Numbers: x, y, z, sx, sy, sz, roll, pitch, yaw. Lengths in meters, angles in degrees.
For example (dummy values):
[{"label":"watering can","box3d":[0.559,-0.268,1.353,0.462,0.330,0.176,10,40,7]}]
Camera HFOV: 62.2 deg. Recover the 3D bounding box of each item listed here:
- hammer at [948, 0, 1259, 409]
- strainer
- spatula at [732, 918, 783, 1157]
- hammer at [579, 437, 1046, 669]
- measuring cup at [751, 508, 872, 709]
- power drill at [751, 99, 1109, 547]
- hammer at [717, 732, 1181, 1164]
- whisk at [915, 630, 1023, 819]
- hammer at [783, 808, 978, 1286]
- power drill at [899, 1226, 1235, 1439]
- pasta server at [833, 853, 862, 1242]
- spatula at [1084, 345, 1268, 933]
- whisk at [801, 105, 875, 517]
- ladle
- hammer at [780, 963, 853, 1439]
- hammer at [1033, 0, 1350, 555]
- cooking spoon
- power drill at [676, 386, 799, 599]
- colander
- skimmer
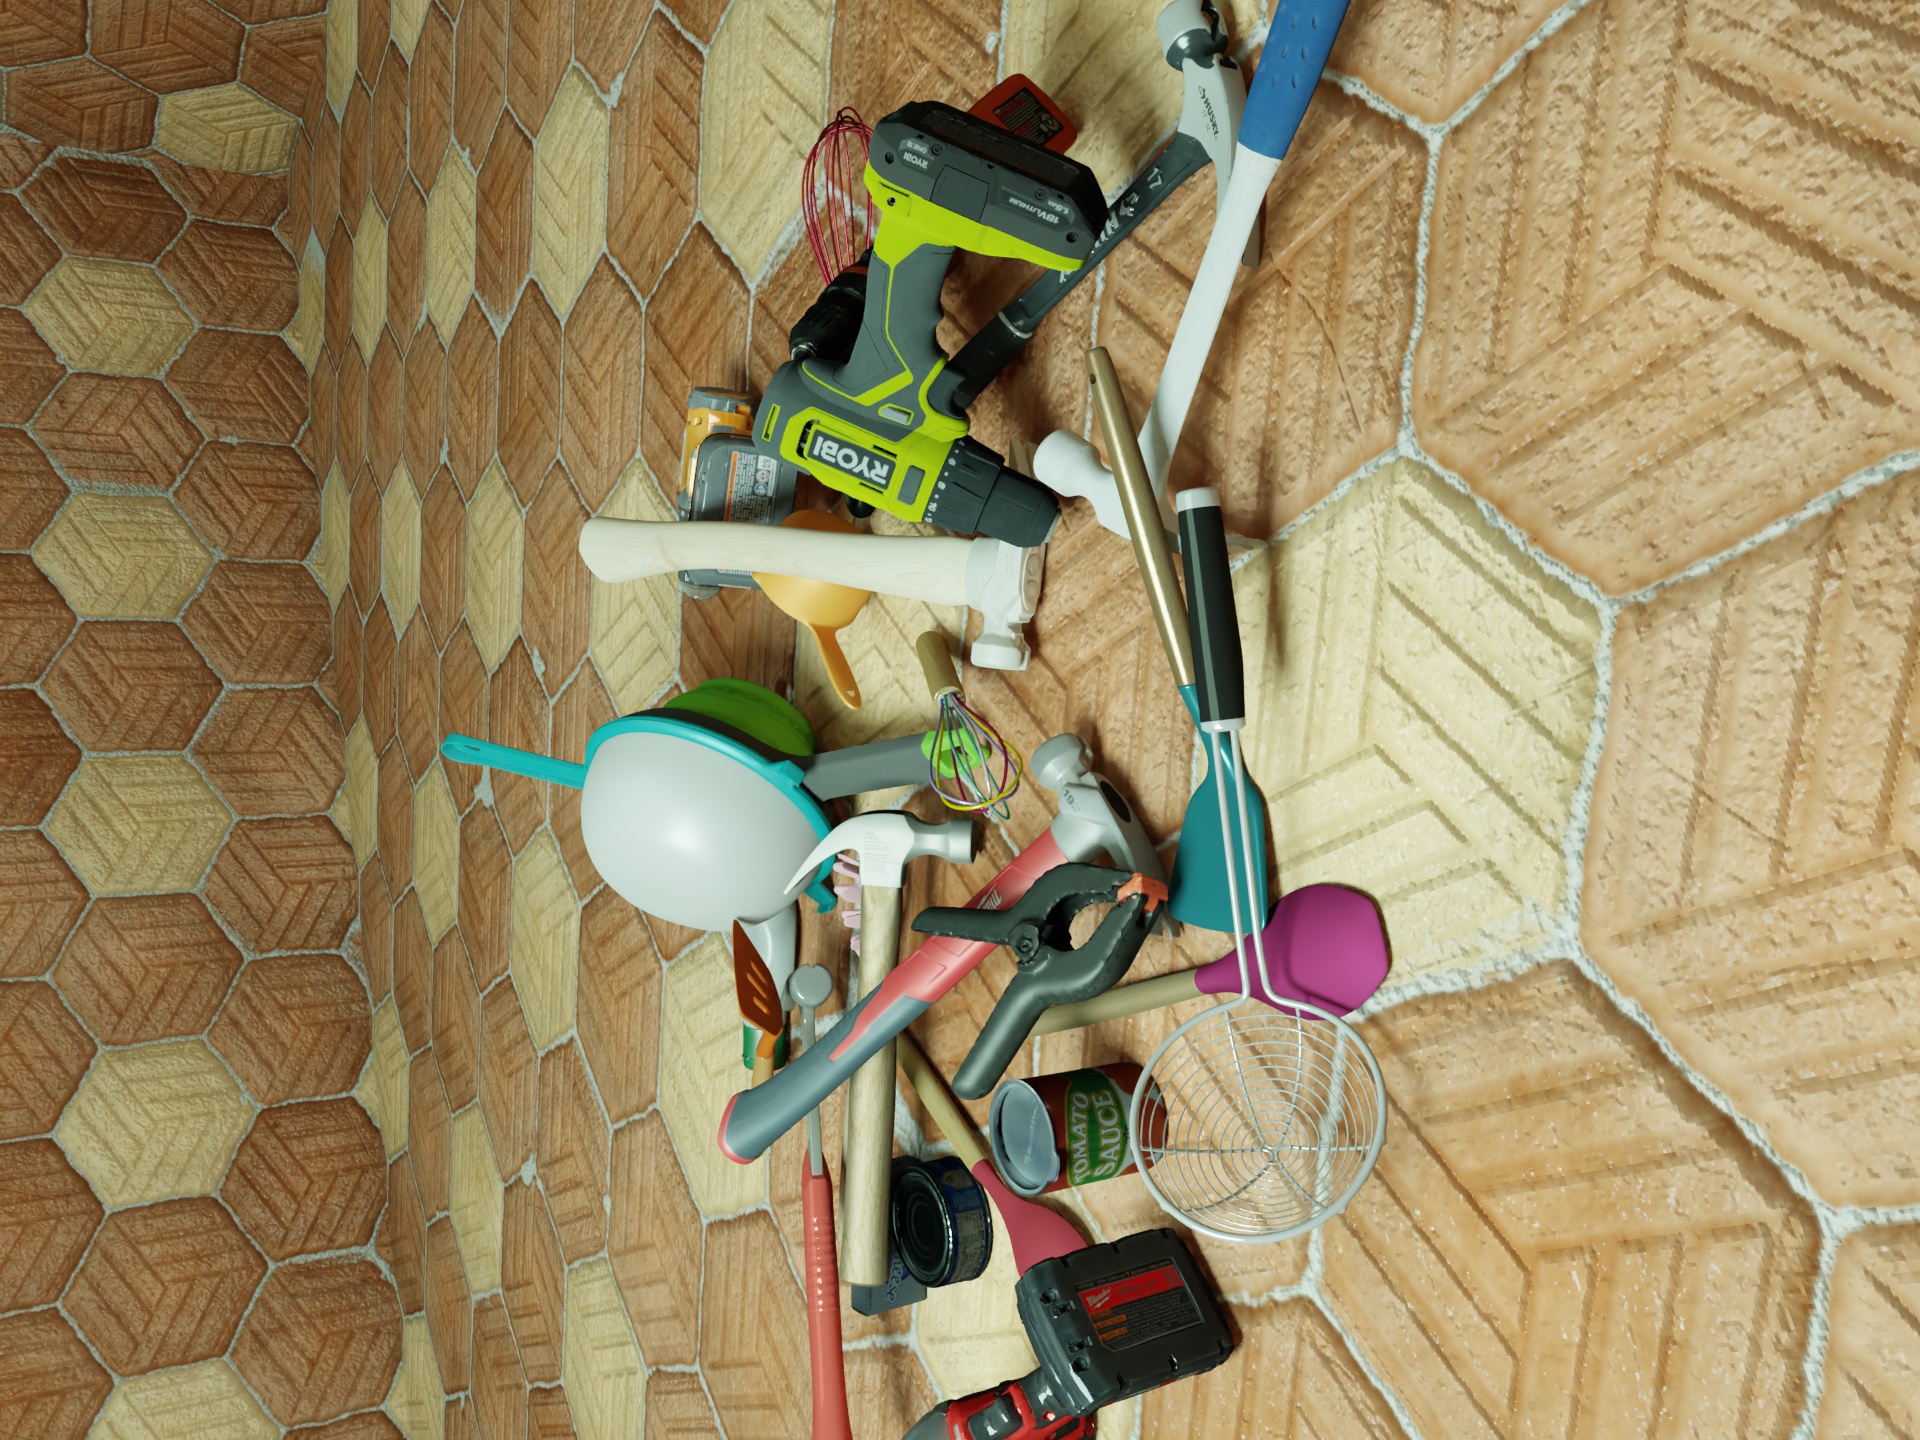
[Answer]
[{"label":"hammer","box3d":[0.047,-0.255,0.999,0.409,0.036,0.149,-34,63,54]},{"label":"strainer","box3d":[-0.267,0.083,1.223,0.210,0.340,0.095,84,-156,-52]},{"label":"spatula","box3d":[-0.167,0.277,1.276,0.322,0.041,0.081,102,162,-49]},{"label":"hammer","box3d":[-0.119,-0.128,1.124,0.411,0.038,0.146,9,95,35]},{"label":"measuring cup","box3d":[-0.090,-0.086,1.164,0.052,0.095,0.174,-53,44,33]},{"label":"power drill","box3d":[-0.002,-0.218,0.924,0.080,0.190,0.228,-67,0,-57]},{"label":"hammer","box3d":[-0.025,0.183,1.011,0.386,0.038,0.143,-45,54,25]},{"label":"whisk","box3d":[0.000,-0.004,1.021,0.047,0.051,0.245,-51,23,15]},{"label":"hammer","box3d":[-0.062,0.226,1.101,0.031,0.130,0.331,-17,-69,-79]},{"label":"power drill","box3d":[0.046,0.388,0.920,0.219,0.143,0.079,-58,47,38]},{"label":"pasta server","box3d":[-0.082,0.250,1.185,0.060,0.040,0.316,-124,37,-70]},{"label":"spatula","box3d":[0.109,-0.041,0.850,0.082,0.044,0.317,1,111,60]},{"label":"whisk","box3d":[-0.078,-0.298,1.178,0.073,0.073,0.295,18,112,56]},{"label":"ladle","box3d":[0.003,0.288,1.093,0.316,0.031,0.069,46,129,49]},{"label":"hammer","box3d":[-0.106,0.368,1.179,0.149,0.036,0.359,116,151,-67]},{"label":"hammer","box3d":[0.149,-0.268,0.783,0.144,0.035,0.405,38,127,30]},{"label":"cooking spoon","box3d":[0.122,0.153,0.905,0.319,0.017,0.069,-30,66,53]},{"label":"power drill","box3d":[-0.197,-0.170,1.320,0.226,0.084,0.185,-128,46,-64]},{"label":"colander","box3d":[-0.122,0.021,1.219,0.397,0.204,0.095,-12,42,41]},{"label":"skimmer","box3d":[0.131,0.063,0.782,0.127,0.090,0.363,-7,88,23]}]
